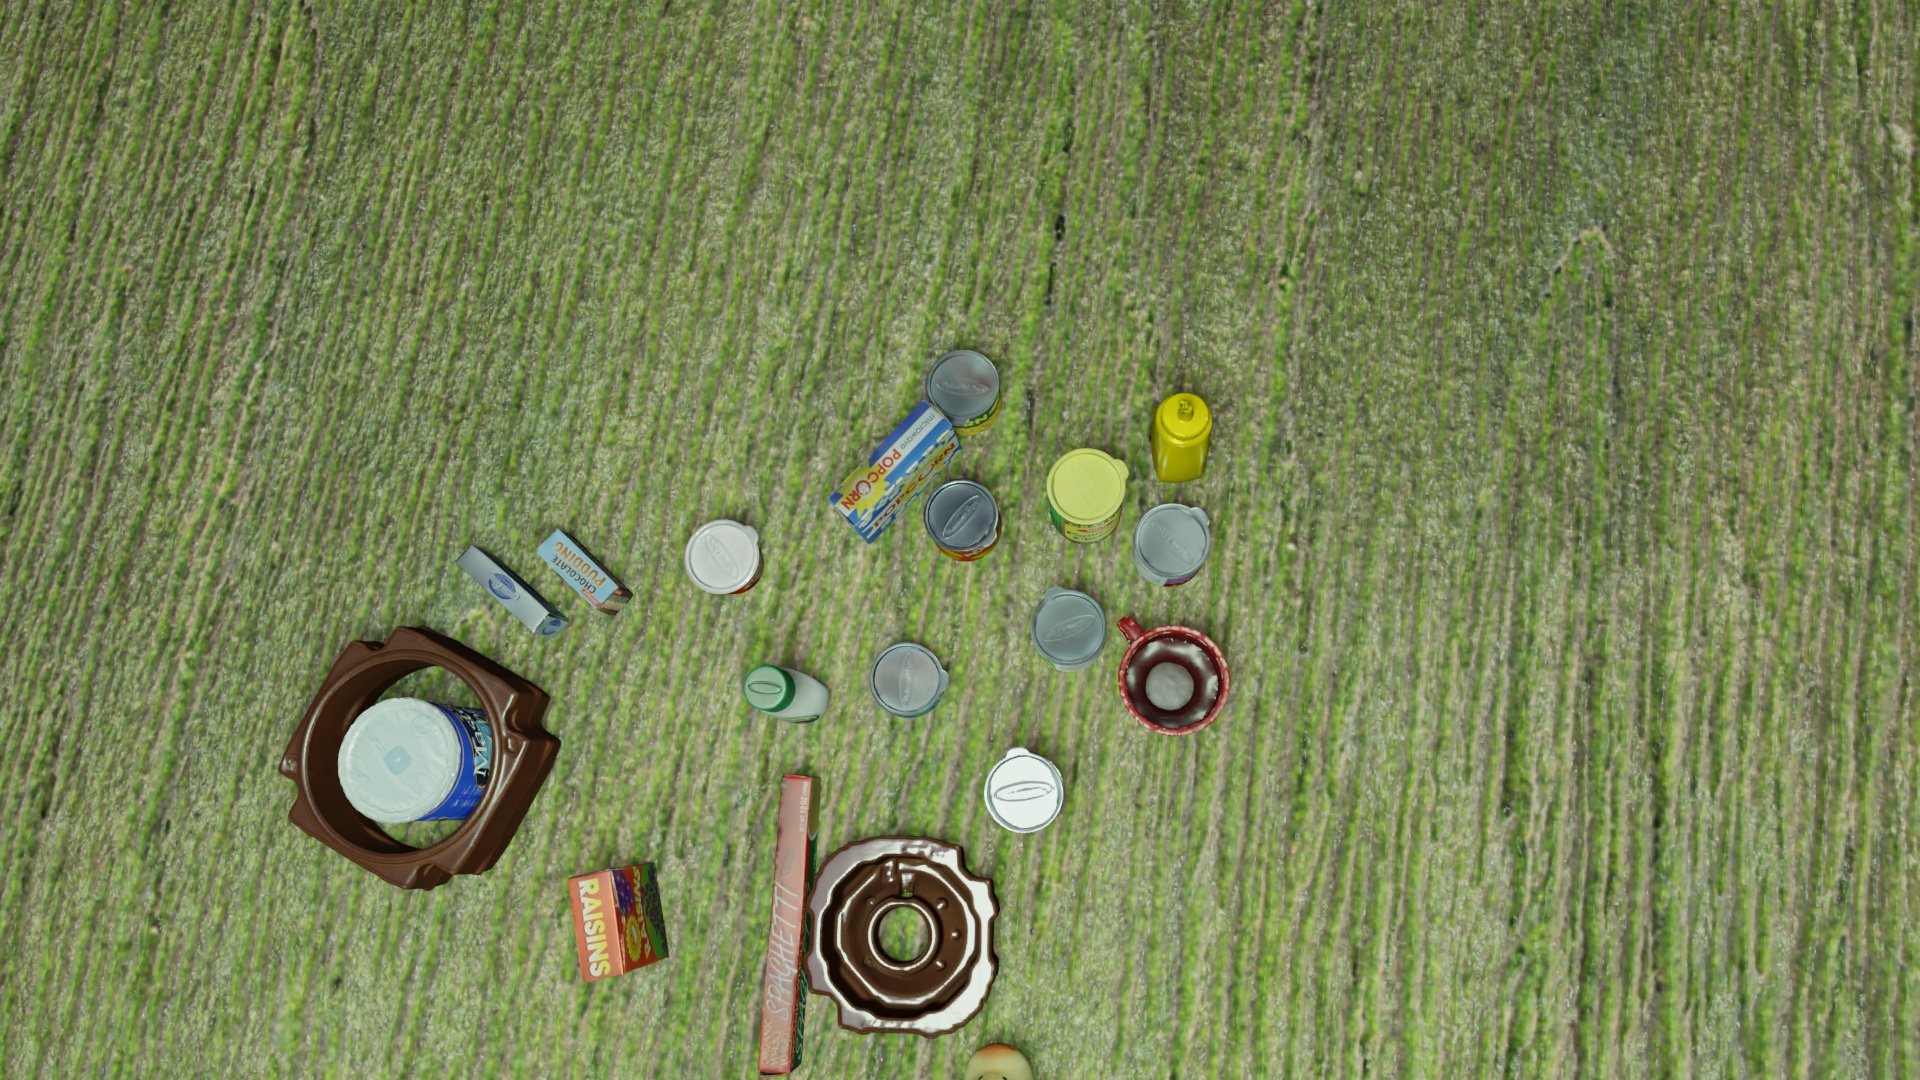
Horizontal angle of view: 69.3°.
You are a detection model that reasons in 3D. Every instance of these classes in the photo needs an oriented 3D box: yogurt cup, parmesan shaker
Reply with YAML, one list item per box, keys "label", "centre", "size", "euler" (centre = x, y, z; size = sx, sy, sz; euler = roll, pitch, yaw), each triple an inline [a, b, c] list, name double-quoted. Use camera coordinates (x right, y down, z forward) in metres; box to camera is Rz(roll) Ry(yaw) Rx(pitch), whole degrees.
- label: "yogurt cup"
  centre: [-0.211, 0.018, 1.265]
  size: [0.072, 0.054, 0.072]
  euler: [-1, 79, 5]
- label: "parmesan shaker"
  centre: [0.113, -0.038, 1.222]
  size: [0.071, 0.103, 0.071]
  euler: [-1, 79, 5]

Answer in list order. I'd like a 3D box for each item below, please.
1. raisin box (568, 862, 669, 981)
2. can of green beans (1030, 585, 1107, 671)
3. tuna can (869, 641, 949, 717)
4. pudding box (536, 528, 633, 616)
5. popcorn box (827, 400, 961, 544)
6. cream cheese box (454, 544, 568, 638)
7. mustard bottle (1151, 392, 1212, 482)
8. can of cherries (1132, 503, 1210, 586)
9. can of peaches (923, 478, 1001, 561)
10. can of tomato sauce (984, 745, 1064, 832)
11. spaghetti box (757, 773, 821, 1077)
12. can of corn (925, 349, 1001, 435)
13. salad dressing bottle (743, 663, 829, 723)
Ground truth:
- label: "raisin box"
  centre: [-0.287, 0.321, 1.175]
  size: [0.040, 0.123, 0.086]
  euler: [-12, 78, 3]
- label: "can of green beans"
  centre: [0.096, 0.080, 1.223]
  size: [0.071, 0.057, 0.071]
  euler: [-1, 79, 5]
- label: "tuna can"
  centre: [-0.044, 0.125, 1.239]
  size: [0.071, 0.033, 0.071]
  euler: [-1, 79, 5]
- label: "pudding box"
  centre: [-0.345, 0.030, 1.276]
  size: [0.084, 0.049, 0.030]
  euler: [42, 85, 11]
- label: "popcorn box"
  centre: [-0.057, -0.060, 1.251]
  size: [0.038, 0.085, 0.127]
  euler: [43, 85, 11]
- label: "cream cheese box"
  centre: [-0.411, 0.048, 1.277]
  size: [0.104, 0.053, 0.024]
  euler: [39, 85, 11]
- label: "mustard bottle"
  centre: [0.191, -0.094, 1.197]
  size: [0.049, 0.160, 0.065]
  euler: [-5, 79, 4]
- label: "can of cherries"
  centre: [0.188, 0.004, 1.230]
  size: [0.071, 0.058, 0.071]
  euler: [-1, 79, 5]
- label: "can of peaches"
  centre: [0.004, -0.016, 1.250]
  size: [0.071, 0.058, 0.071]
  euler: [-1, 79, 5]
- label: "can of tomato sauce"
  centre: [0.056, 0.213, 1.187]
  size: [0.071, 0.083, 0.071]
  euler: [-1, 79, 5]
- label: "spaghetti box"
  centre: [-0.146, 0.328, 1.198]
  size: [0.029, 0.050, 0.250]
  euler: [2, 79, 6]
- label: "can of corn"
  centre: [0.004, -0.132, 1.273]
  size: [0.071, 0.058, 0.071]
  euler: [-1, 79, 5]
- label: "salad dressing bottle"
  centre: [-0.152, 0.131, 1.189]
  size: [0.064, 0.147, 0.044]
  euler: [6, 80, 6]
